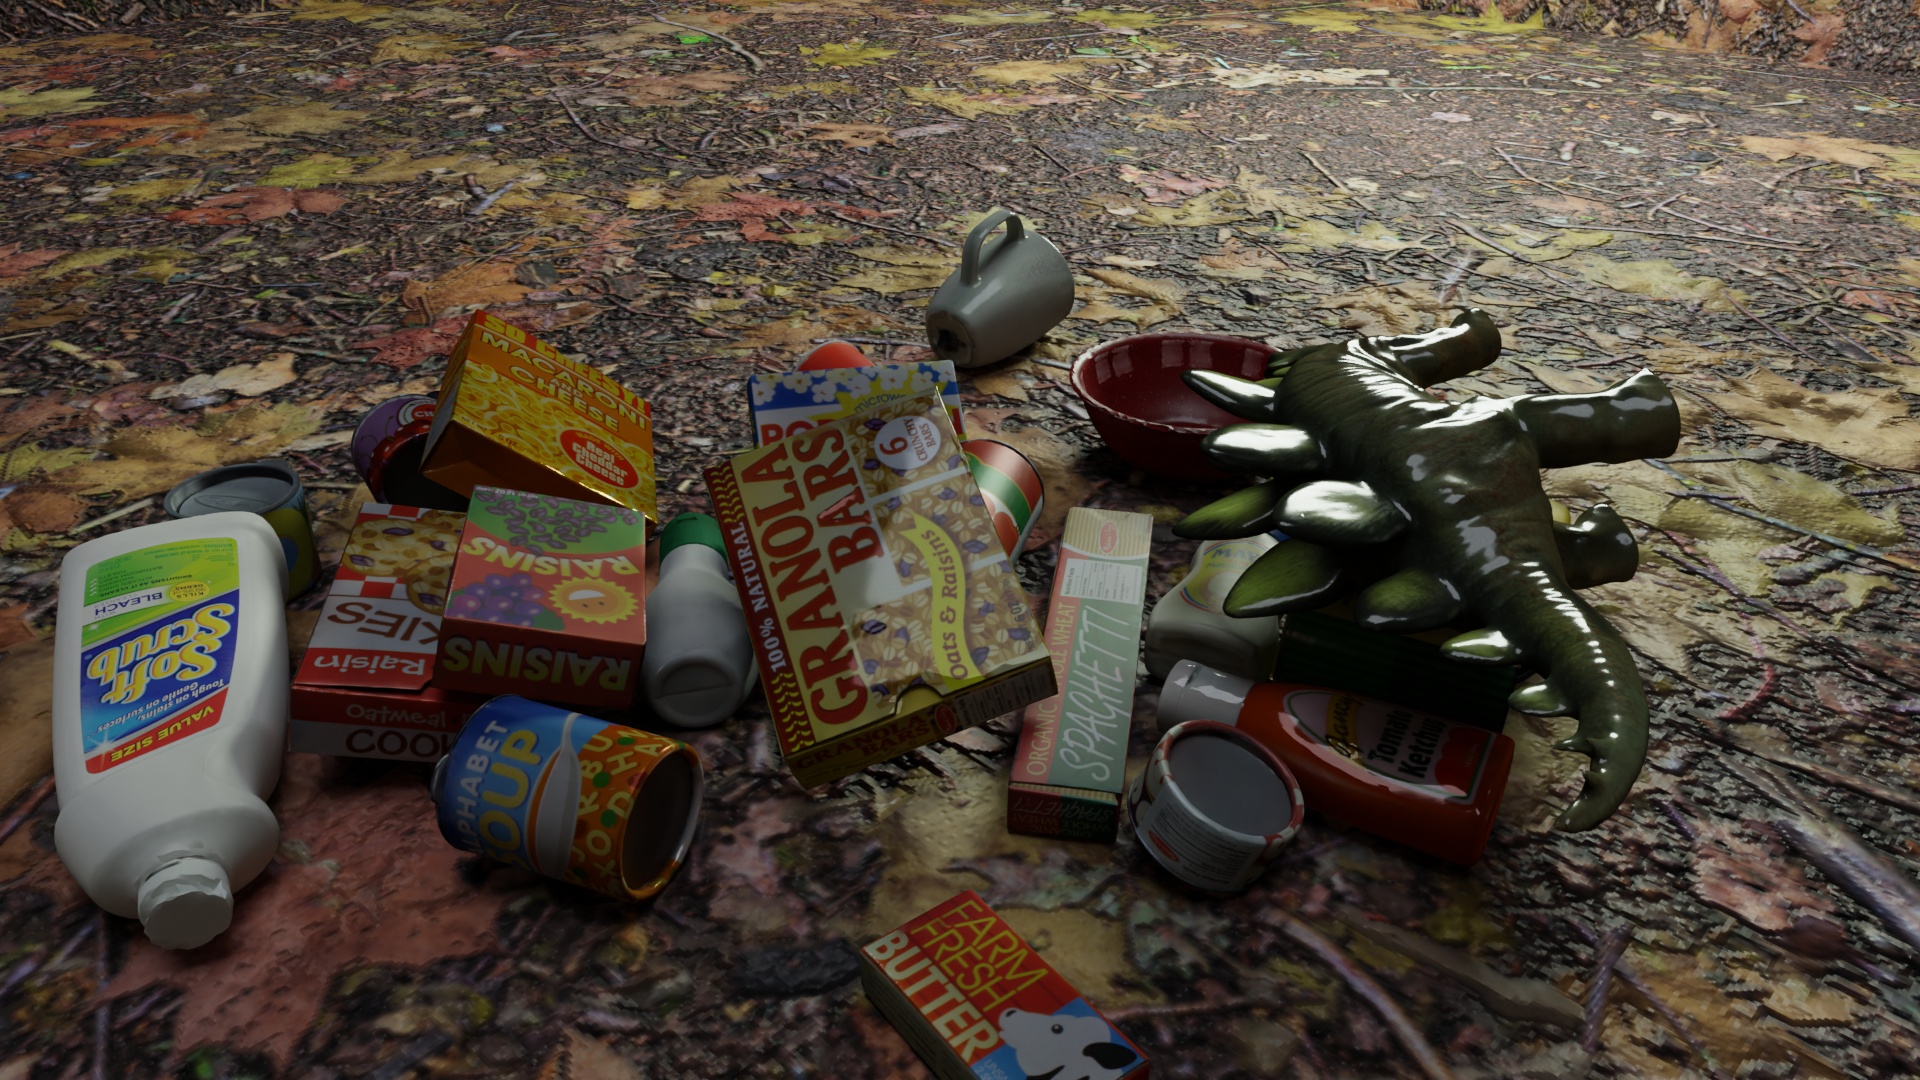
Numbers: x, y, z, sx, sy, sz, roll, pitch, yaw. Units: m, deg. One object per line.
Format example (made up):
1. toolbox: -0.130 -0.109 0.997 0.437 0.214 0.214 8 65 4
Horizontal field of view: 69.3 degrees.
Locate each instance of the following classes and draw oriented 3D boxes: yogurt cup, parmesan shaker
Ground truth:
1. yogurt cup: -0.073 -0.089 0.902 0.054 0.072 0.073 34 43 32
2. parmesan shaker: 0.206 0.058 0.652 0.103 0.071 0.072 16 33 23

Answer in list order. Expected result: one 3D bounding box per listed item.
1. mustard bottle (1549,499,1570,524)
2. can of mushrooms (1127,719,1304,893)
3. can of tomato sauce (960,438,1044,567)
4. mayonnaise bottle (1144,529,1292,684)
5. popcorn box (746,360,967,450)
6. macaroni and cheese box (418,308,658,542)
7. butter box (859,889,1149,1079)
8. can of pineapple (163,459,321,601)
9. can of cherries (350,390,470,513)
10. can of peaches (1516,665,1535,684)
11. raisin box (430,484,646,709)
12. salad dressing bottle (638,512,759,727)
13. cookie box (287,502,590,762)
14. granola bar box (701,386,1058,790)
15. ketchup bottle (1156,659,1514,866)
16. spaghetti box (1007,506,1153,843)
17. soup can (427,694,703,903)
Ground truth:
1. mustard bottle: 0.257 -0.010 0.787 0.160 0.048 0.065 13 32 21
2. can of mushrooms: 0.106 0.108 0.576 0.071 0.033 0.071 15 37 -12
3. can of tomato sauce: 0.003 -0.010 0.761 0.071 0.070 0.083 9 32 13
4. mayonnaise bottle: 0.145 0.025 0.730 0.065 0.041 0.149 13 33 19
5. popcorn box: -0.060 -0.059 0.832 0.127 0.038 0.085 -6 68 -12
6. macaroni and cheese box: -0.241 -0.063 0.813 0.123 0.040 0.167 30 19 -27
7. butter box: 0.013 0.171 0.493 0.053 0.024 0.104 -21 36 -31
8. can of pineapple: -0.383 -0.003 0.748 0.071 0.057 0.071 1 30 0
9. can of cherries: -0.315 -0.048 0.815 0.072 0.071 0.058 -17 35 -28
10. can of peaches: 0.259 0.031 0.698 0.071 0.071 0.058 9 30 14
11. raisin box: -0.190 0.025 0.639 0.086 0.040 0.124 10 26 -18
12. salad dressing bottle: -0.135 0.035 0.707 0.064 0.043 0.148 -10 30 -6
13. cookie box: -0.239 0.041 0.670 0.123 0.040 0.168 7 28 -15
14. granola bar box: -0.041 0.017 0.651 0.124 0.039 0.166 -20 57 -3
15. ketchup bottle: 0.162 0.092 0.615 0.149 0.043 0.065 16 38 26
16. spaghetti box: 0.064 0.055 0.690 0.050 0.028 0.251 6 31 8
17. soup can: -0.157 0.104 0.560 0.084 0.071 0.072 12 32 18
